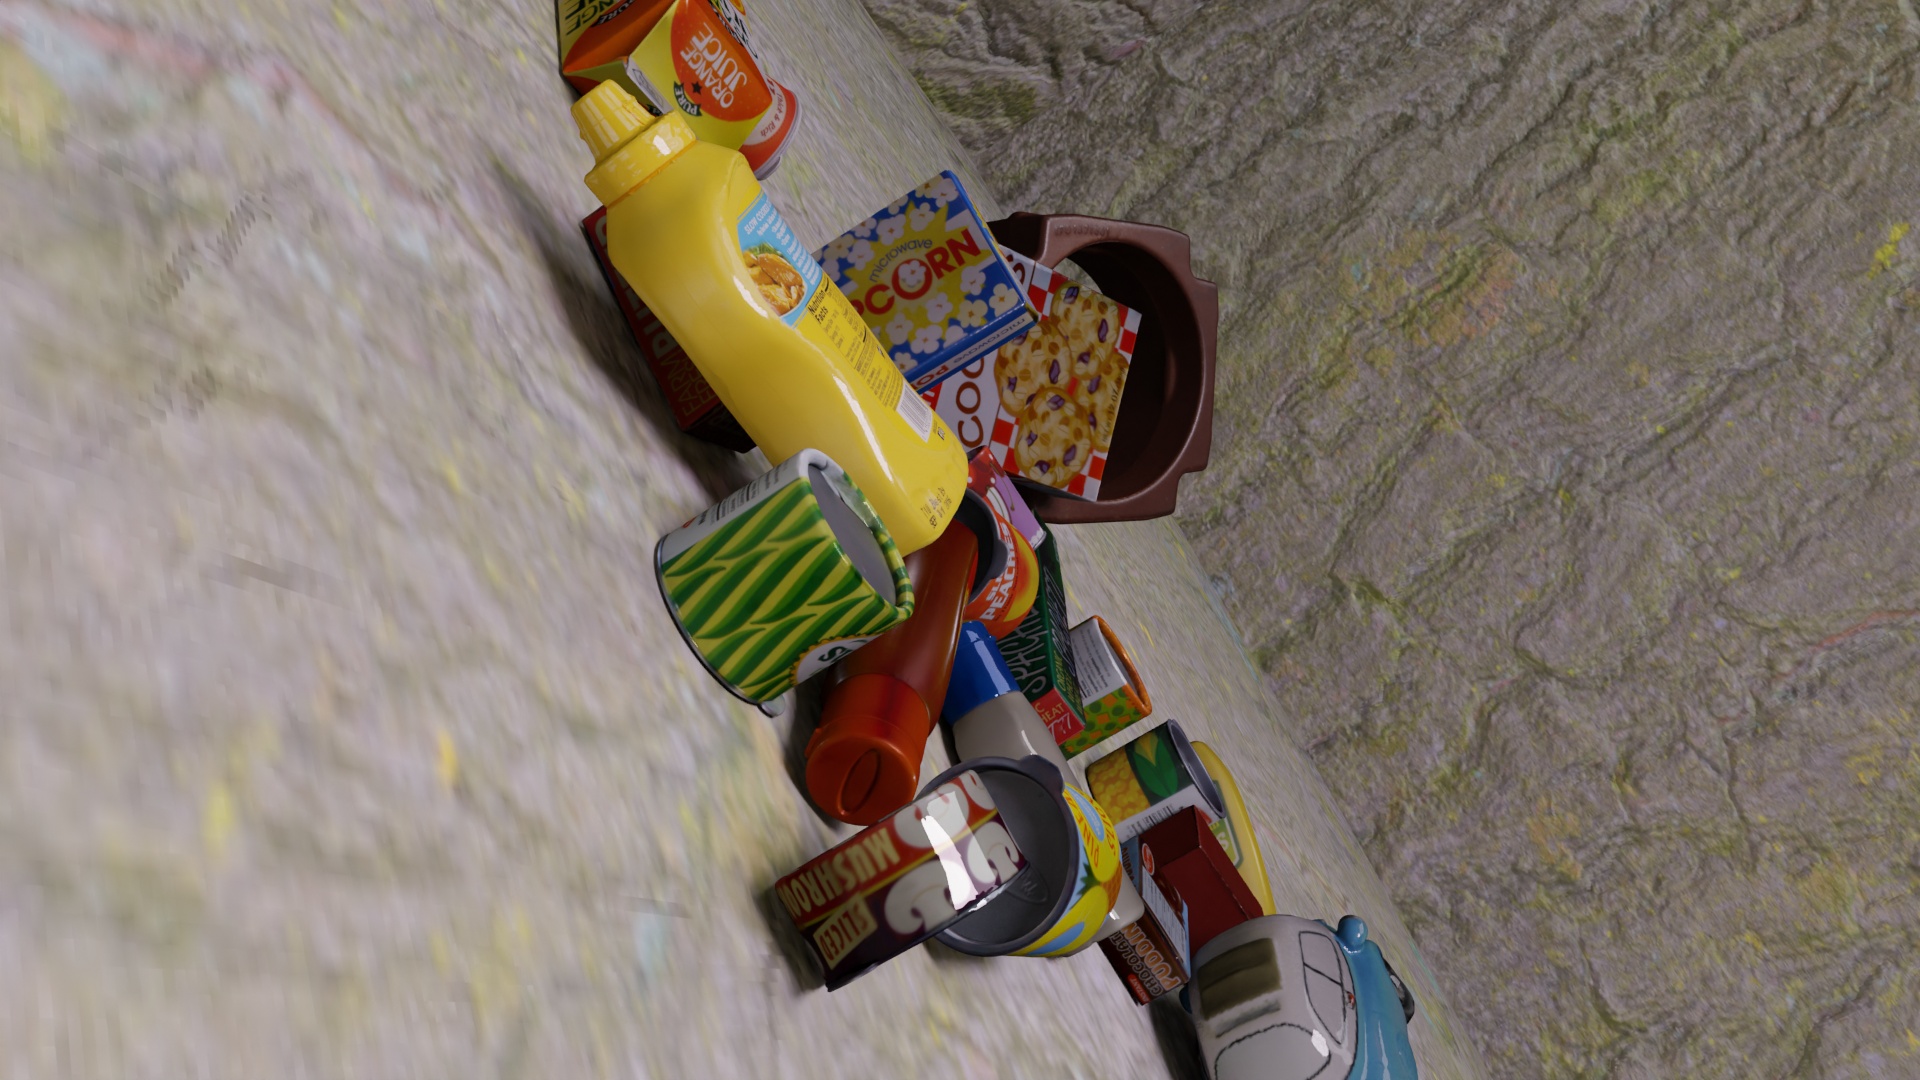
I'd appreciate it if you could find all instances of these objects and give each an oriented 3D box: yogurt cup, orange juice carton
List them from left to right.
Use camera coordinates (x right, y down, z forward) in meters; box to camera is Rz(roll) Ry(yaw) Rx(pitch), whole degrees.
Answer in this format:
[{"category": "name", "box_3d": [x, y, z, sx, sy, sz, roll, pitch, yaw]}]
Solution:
[{"category": "orange juice carton", "box_3d": [-0.150, -0.250, 0.696, 0.071, 0.073, 0.193, 49, 16, -43]}, {"category": "yogurt cup", "box_3d": [-0.131, -0.240, 0.777, 0.054, 0.072, 0.073, 36, 24, -44]}]

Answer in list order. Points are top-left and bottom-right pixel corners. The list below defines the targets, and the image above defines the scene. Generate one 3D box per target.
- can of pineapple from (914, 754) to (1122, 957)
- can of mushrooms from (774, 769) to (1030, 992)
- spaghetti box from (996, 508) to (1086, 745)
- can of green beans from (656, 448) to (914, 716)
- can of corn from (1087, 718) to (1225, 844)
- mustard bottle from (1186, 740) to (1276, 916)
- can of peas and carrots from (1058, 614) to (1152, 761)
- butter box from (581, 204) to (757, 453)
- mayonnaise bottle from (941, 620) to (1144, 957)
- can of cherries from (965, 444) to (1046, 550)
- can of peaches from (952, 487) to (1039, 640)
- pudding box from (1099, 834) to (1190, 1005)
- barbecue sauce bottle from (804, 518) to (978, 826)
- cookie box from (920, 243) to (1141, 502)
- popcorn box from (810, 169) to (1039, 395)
[{"category": "can of pineapple", "box_3d": [0.020, 0.112, 0.492, 0.071, 0.071, 0.058, 64, 12, 25]}, {"category": "can of mushrooms", "box_3d": [-0.018, 0.095, 0.390, 0.033, 0.071, 0.071, 60, 11, 7]}, {"category": "spaghetti box", "box_3d": [0.033, 0.047, 0.764, 0.028, 0.050, 0.251, 53, 13, -17]}, {"category": "can of green beans", "box_3d": [-0.056, 0.011, 0.457, 0.071, 0.058, 0.071, 55, 12, -18]}, {"category": "can of corn", "box_3d": [0.116, 0.148, 0.831, 0.071, 0.058, 0.071, 55, 12, -17]}, {"category": "mustard bottle", "box_3d": [0.160, 0.206, 0.861, 0.161, 0.065, 0.048, 68, 10, 24]}, {"category": "can of peas and carrots", "box_3d": [0.070, 0.085, 0.800, 0.071, 0.058, 0.071, 55, 12, -18]}, {"category": "butter box", "box_3d": [-0.111, -0.087, 0.561, 0.103, 0.024, 0.053, 62, 12, 16]}, {"category": "mayonnaise bottle", "box_3d": [0.028, 0.107, 0.614, 0.148, 0.041, 0.064, 61, 10, 17]}, {"category": "can of cherries", "box_3d": [0.003, -0.009, 0.735, 0.058, 0.071, 0.072, 57, 11, -8]}, {"category": "can of peaches", "box_3d": [0.000, 0.013, 0.662, 0.071, 0.071, 0.058, 64, 12, 26]}, {"category": "pudding box", "box_3d": [0.090, 0.187, 0.693, 0.049, 0.030, 0.084, 57, 11, -4]}, {"category": "barbecue sauce bottle", "box_3d": [-0.025, 0.045, 0.507, 0.044, 0.064, 0.149, 24, 26, -5]}, {"category": "cookie box", "box_3d": [0.024, -0.103, 0.820, 0.167, 0.123, 0.040, 17, -4, -39]}, {"category": "popcorn box", "box_3d": [-0.035, -0.118, 0.707, 0.085, 0.126, 0.038, 62, 8, 14]}]
